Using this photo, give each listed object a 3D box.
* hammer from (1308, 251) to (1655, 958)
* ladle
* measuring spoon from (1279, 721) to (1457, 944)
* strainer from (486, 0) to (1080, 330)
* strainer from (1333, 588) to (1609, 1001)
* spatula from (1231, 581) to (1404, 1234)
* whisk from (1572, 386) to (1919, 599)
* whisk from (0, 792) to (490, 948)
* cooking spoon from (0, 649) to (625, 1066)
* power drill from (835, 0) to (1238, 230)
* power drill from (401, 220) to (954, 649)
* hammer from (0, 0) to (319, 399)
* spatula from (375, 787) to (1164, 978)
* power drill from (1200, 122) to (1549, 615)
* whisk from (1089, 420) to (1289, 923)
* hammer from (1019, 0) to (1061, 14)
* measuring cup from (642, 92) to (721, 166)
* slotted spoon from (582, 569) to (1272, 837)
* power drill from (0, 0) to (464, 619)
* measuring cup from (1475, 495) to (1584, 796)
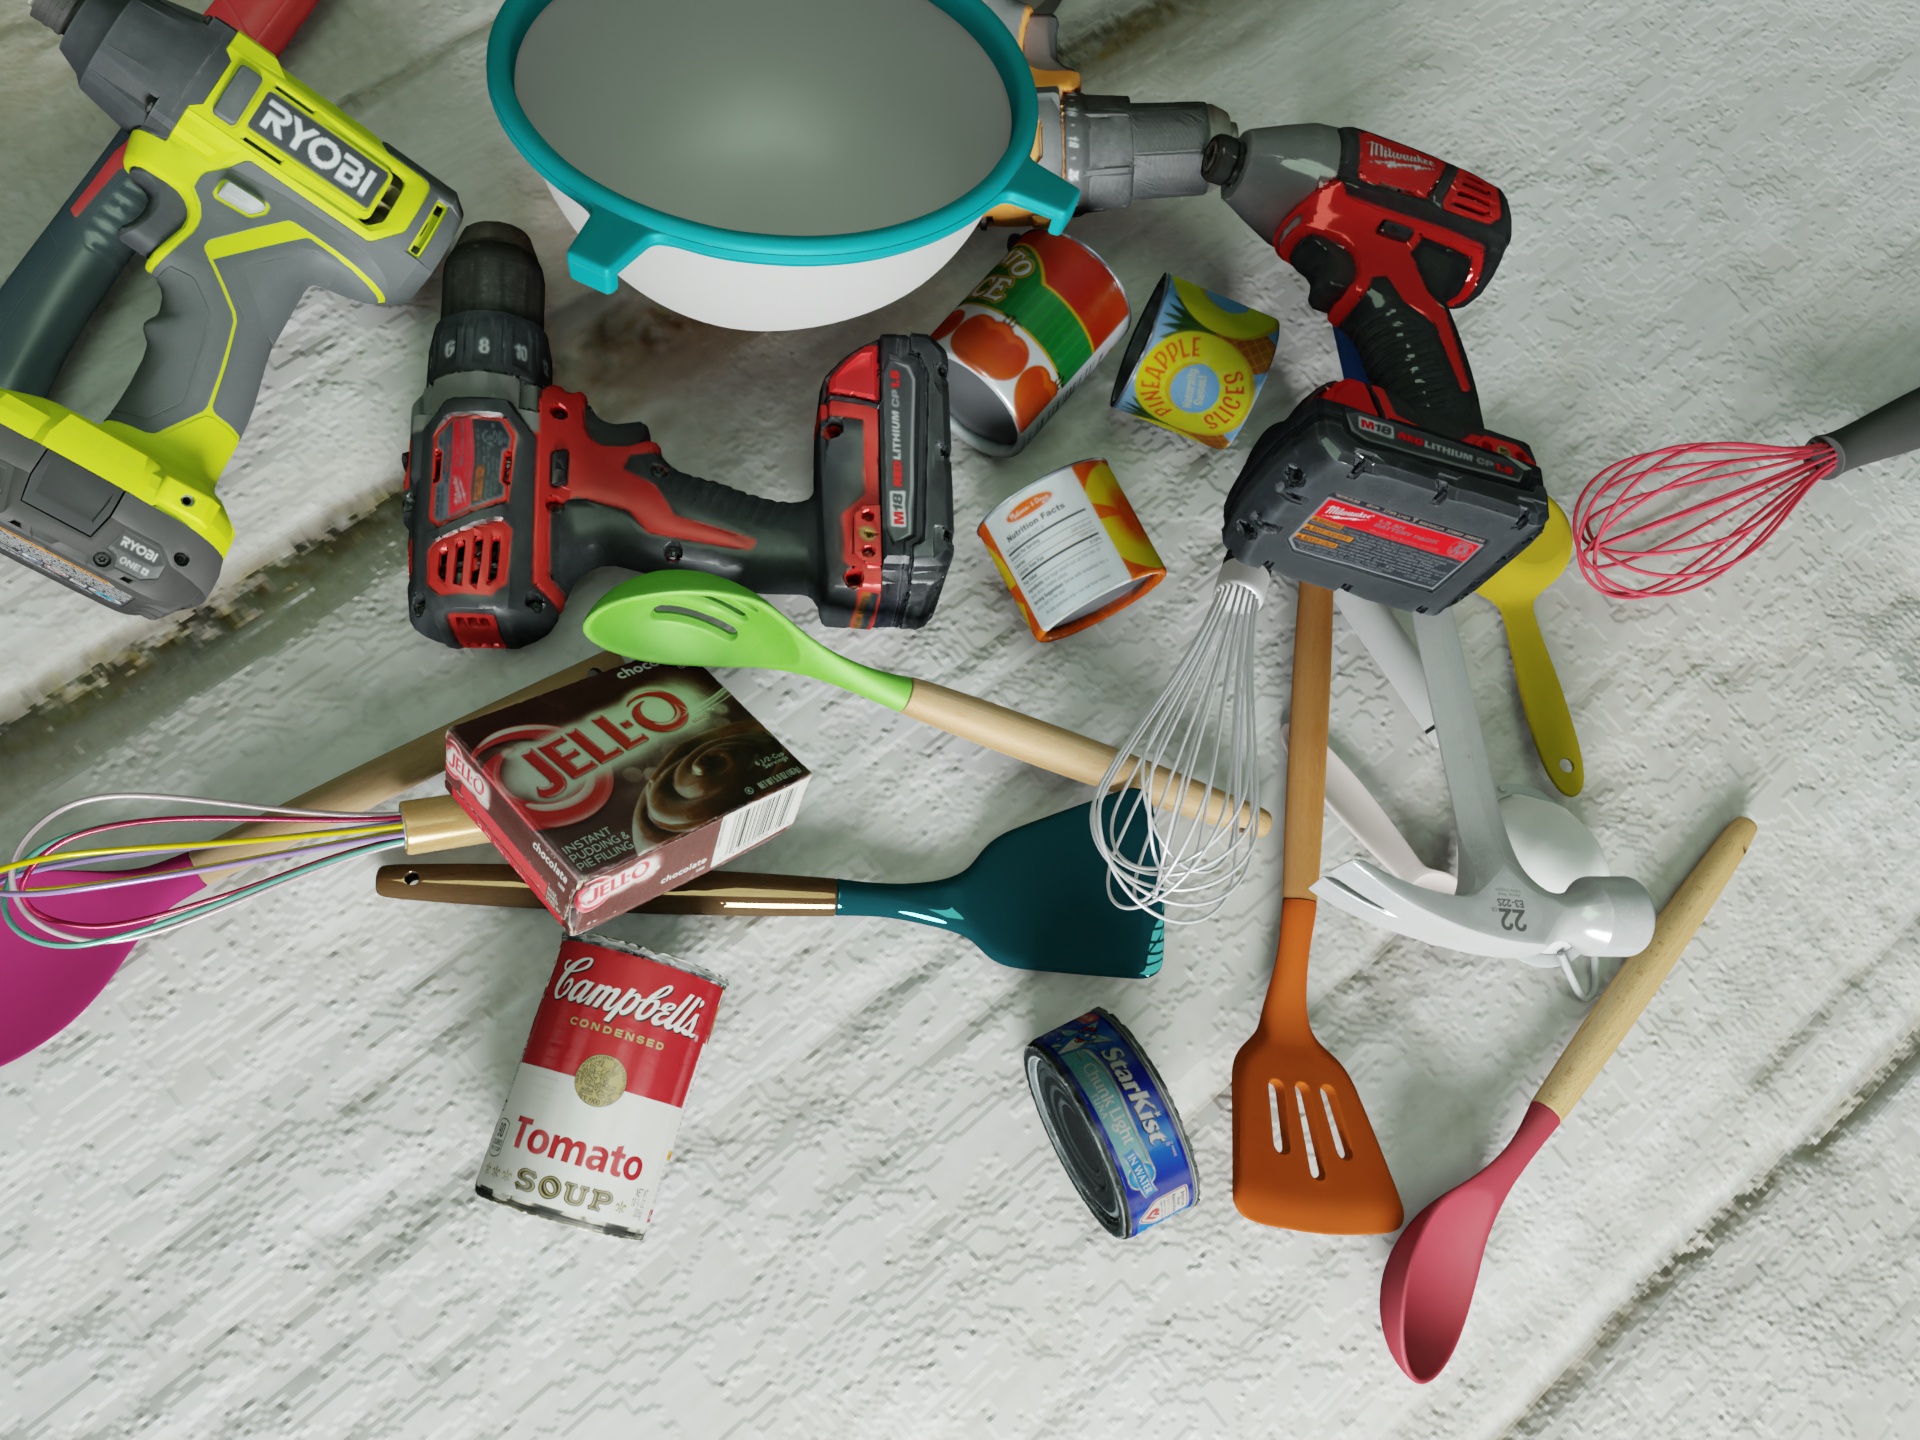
[{"bbox_3d":[0.199,-0.092,0.719,0.144,0.035,0.406,3,65,-18],"label":"hammer"},{"bbox_3d":[0.272,0.153,0.700,0.315,0.031,0.069,-45,127,-21],"label":"ladle"},{"bbox_3d":[0.186,0.051,0.725,0.034,0.018,0.124,-33,76,-21],"label":"measuring spoon"},{"bbox_3d":[-0.102,-0.278,0.678,0.211,0.095,0.341,-13,58,-18],"label":"strainer"},{"bbox_3d":[0.229,0.010,0.730,0.087,0.050,0.258,-25,77,-32],"label":"strainer"},{"bbox_3d":[0.155,0.054,0.694,0.081,0.041,0.323,11,75,-19],"label":"spatula"},{"bbox_3d":[0.419,-0.127,0.795,0.296,0.073,0.073,-21,79,-22],"label":"whisk"},{"bbox_3d":[-0.237,0.045,0.611,0.245,0.047,0.051,-8,47,-25],"label":"whisk"},{"bbox_3d":[-0.279,0.047,0.634,0.319,0.017,0.069,-28,93,-16],"label":"cooking spoon"},{"bbox_3d":[0.033,-0.341,0.731,0.185,0.084,0.226,-1,95,3],"label":"power drill"},{"bbox_3d":[-0.121,-0.123,0.684,0.226,0.080,0.188,0,74,-8],"label":"power drill"},{"bbox_3d":[-0.353,-0.278,0.701,0.143,0.038,0.386,26,72,-2],"label":"hammer"},{"bbox_3d":[-0.076,0.067,0.654,0.317,0.044,0.082,2,68,-9],"label":"spatula"},{"bbox_3d":[0.170,-0.165,0.680,0.143,0.078,0.220,14,59,-15],"label":"power drill"},{"bbox_3d":[0.113,-0.036,0.686,0.070,0.070,0.285,24,54,-3],"label":"whisk"},{"bbox_3d":[-0.121,-0.478,0.801,0.410,0.038,0.146,27,73,-2],"label":"hammer"},{"bbox_3d":[-0.111,-0.294,0.741,0.173,0.052,0.095,-24,80,-14],"label":"measuring cup"},{"bbox_3d":[-0.001,-0.002,0.661,0.313,0.070,0.031,20,62,-21],"label":"slotted spoon"},{"bbox_3d":[-0.325,-0.169,0.631,0.171,0.080,0.223,33,70,-29],"label":"power drill"},{"bbox_3d":[0.274,-0.042,0.751,0.062,0.029,0.157,-4,70,-12],"label":"measuring cup"}]
